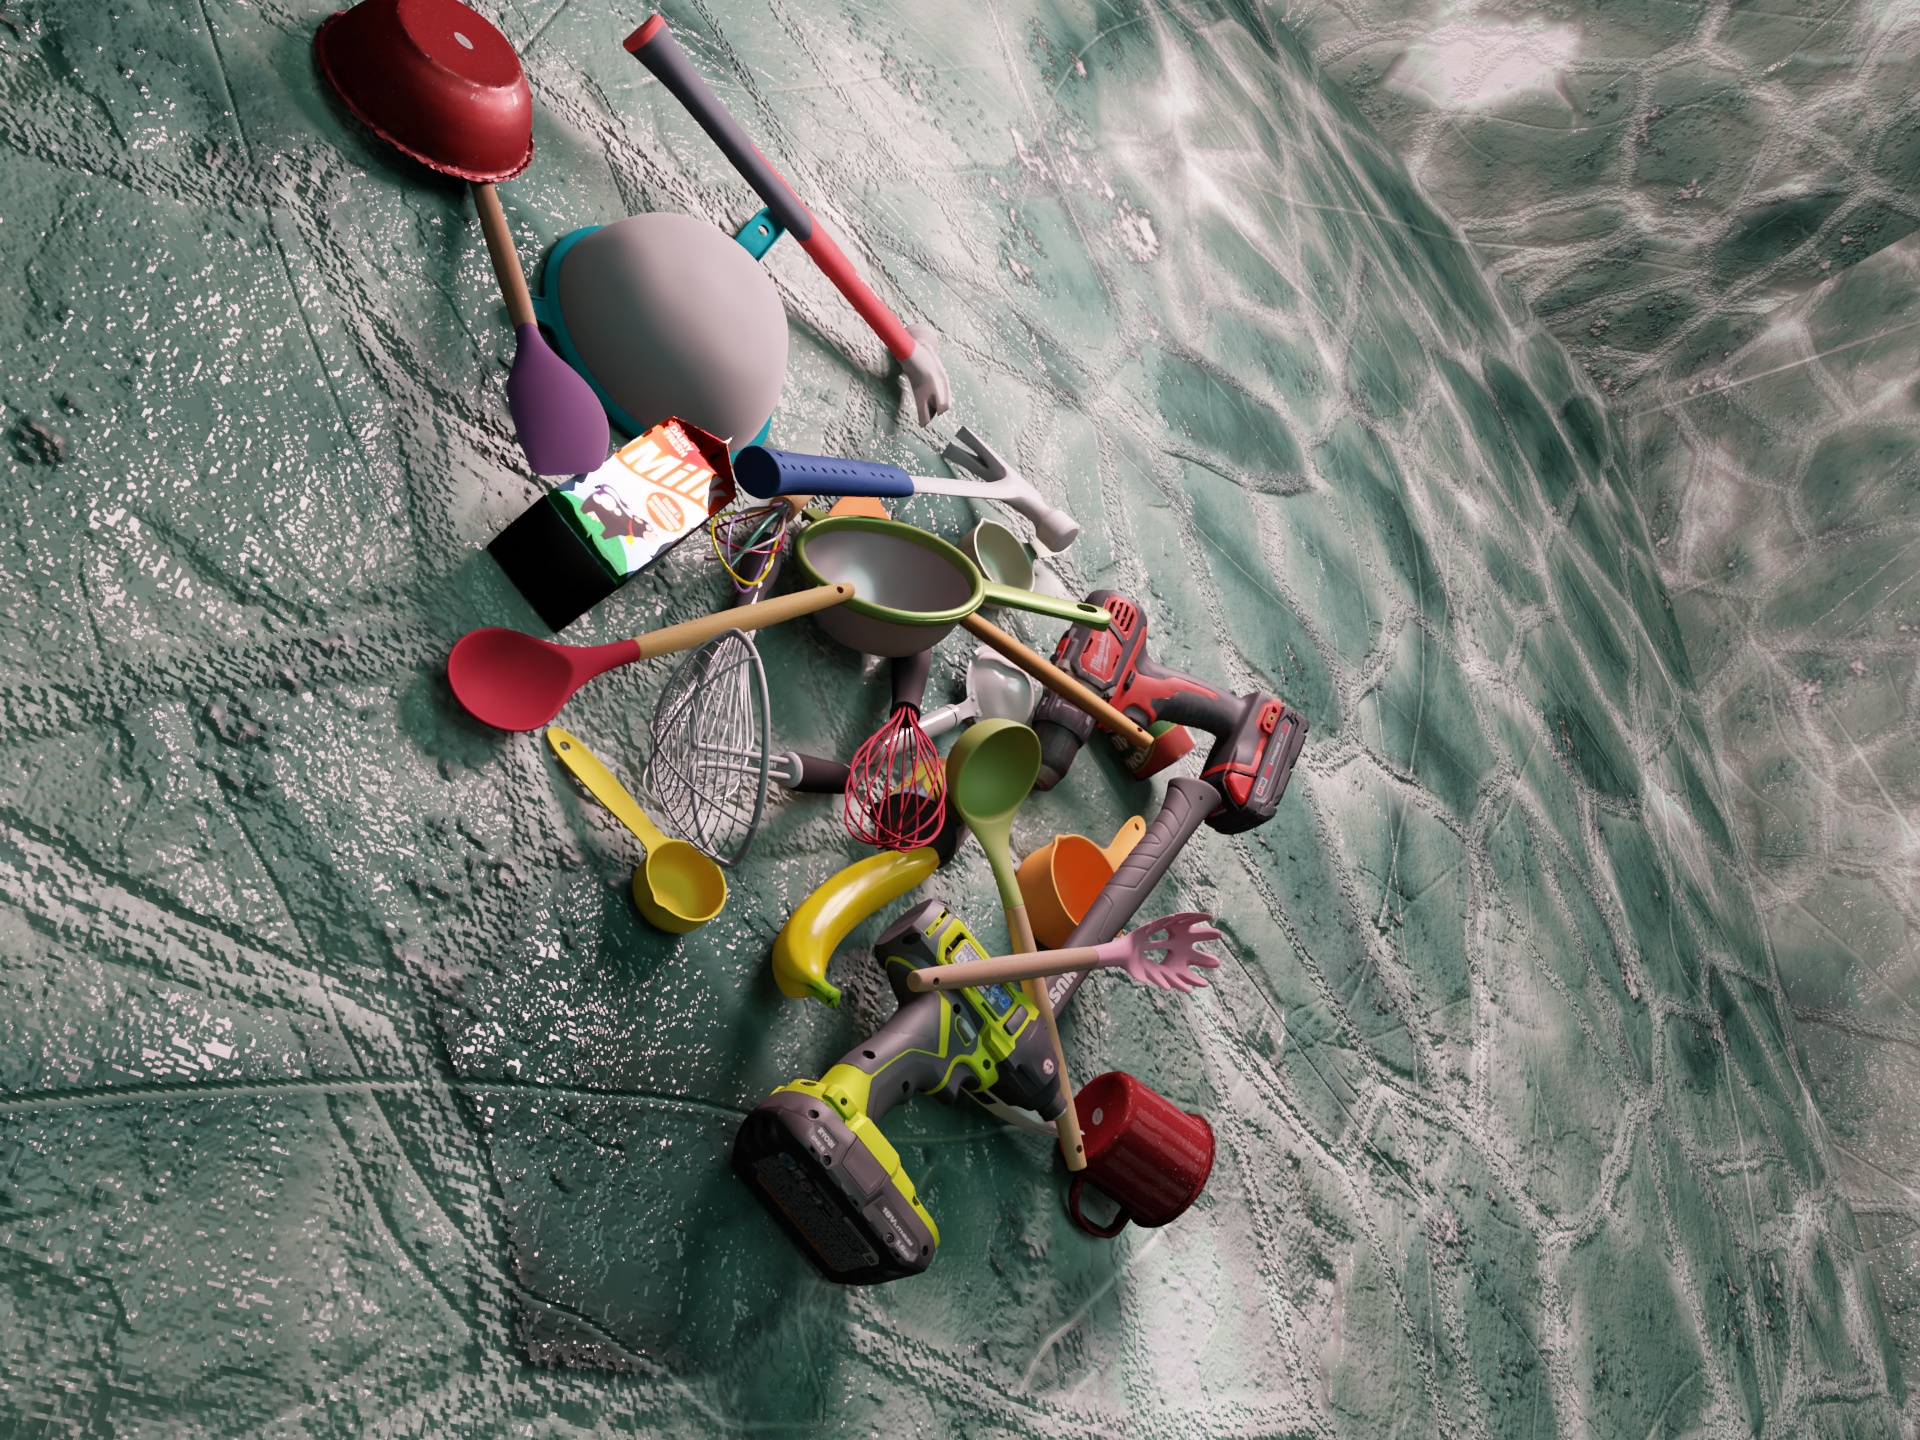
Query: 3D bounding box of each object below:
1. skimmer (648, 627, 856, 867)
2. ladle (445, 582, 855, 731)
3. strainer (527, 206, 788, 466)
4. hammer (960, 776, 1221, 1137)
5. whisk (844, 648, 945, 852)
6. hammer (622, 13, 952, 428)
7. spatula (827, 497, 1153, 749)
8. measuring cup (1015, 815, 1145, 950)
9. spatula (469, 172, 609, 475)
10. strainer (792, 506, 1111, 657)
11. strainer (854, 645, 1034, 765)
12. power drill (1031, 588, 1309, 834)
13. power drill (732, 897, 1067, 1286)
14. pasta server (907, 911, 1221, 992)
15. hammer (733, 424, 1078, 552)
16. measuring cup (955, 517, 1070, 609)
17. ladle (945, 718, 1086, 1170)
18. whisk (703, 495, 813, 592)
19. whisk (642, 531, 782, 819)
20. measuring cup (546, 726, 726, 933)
[{"bbox_3d":[-0.098,0.027,0.973,0.363,0.090,0.127,22,67,-76],"label":"skimmer"},{"bbox_3d":[-0.191,-0.054,1.037,0.315,0.031,0.069,-20,82,-40],"label":"ladle"},{"bbox_3d":[-0.182,-0.342,1.239,0.210,0.095,0.341,45,40,-20],"label":"strainer"},{"bbox_3d":[0.108,0.162,1.206,0.146,0.035,0.335,49,56,-10],"label":"hammer"},{"bbox_3d":[-0.042,0.005,1.159,0.073,0.073,0.296,45,22,-21],"label":"whisk"},{"bbox_3d":[-0.133,-0.405,1.310,0.385,0.038,0.143,45,21,-35],"label":"hammer"},{"bbox_3d":[0.027,-0.077,1.306,0.322,0.041,0.081,35,38,3],"label":"spatula"},{"bbox_3d":[0.102,0.125,1.299,0.095,0.052,0.173,57,34,-4],"label":"measuring cup"},{"bbox_3d":[-0.296,-0.281,1.073,0.059,0.018,0.316,-9,58,-25],"label":"spatula"},{"bbox_3d":[-0.011,-0.084,1.235,0.256,0.069,0.152,11,32,-14],"label":"strainer"},{"bbox_3d":[-0.002,-0.004,1.274,0.258,0.050,0.087,-25,100,-51],"label":"strainer"},{"bbox_3d":[0.167,0.015,1.365,0.226,0.080,0.188,30,69,-10],"label":"power drill"},{"bbox_3d":[-0.026,0.242,1.015,0.171,0.080,0.223,52,44,-6],"label":"power drill"},{"bbox_3d":[0.080,0.167,1.097,0.316,0.040,0.060,3,91,-49],"label":"pasta server"},{"bbox_3d":[-0.045,-0.192,1.271,0.144,0.035,0.405,46,24,18],"label":"hammer"},{"bbox_3d":[0.049,-0.144,1.432,0.167,0.038,0.083,-25,87,-56],"label":"measuring cup"},{"bbox_3d":[0.052,0.156,1.119,0.078,0.062,0.320,-8,81,-39],"label":"ladle"},{"bbox_3d":[-0.138,-0.152,1.166,0.047,0.051,0.245,29,24,-4],"label":"whisk"},{"bbox_3d":[-0.161,-0.042,1.100,0.070,0.070,0.285,40,36,-26],"label":"whisk"},{"bbox_3d":[-0.210,0.069,0.993,0.156,0.029,0.062,48,36,3],"label":"measuring cup"}]
